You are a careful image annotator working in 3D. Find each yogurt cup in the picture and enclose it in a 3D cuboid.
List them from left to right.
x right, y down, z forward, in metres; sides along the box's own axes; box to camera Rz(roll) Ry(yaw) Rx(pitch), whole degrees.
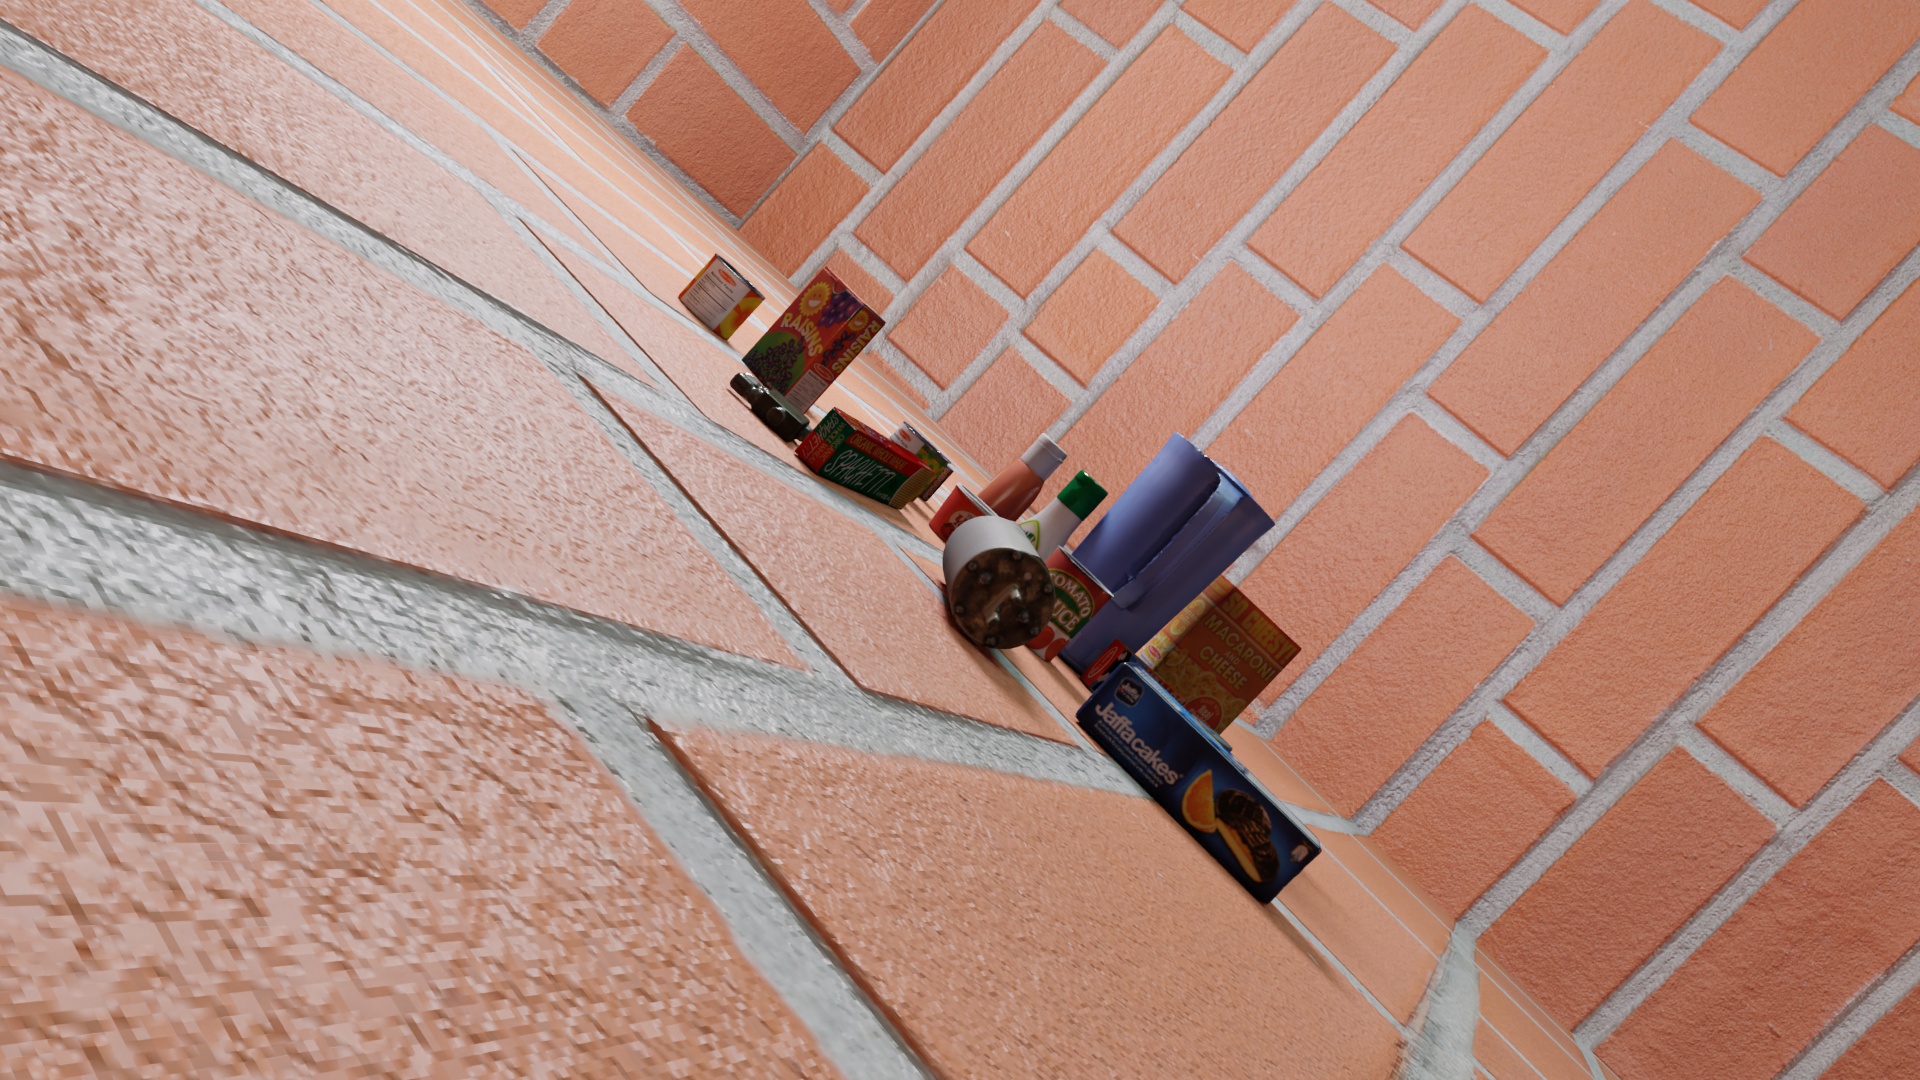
[{"bbox_3d":[0.005,-0.018,1.410,0.072,0.054,0.072,43,5,-4],"label":"yogurt cup"}]

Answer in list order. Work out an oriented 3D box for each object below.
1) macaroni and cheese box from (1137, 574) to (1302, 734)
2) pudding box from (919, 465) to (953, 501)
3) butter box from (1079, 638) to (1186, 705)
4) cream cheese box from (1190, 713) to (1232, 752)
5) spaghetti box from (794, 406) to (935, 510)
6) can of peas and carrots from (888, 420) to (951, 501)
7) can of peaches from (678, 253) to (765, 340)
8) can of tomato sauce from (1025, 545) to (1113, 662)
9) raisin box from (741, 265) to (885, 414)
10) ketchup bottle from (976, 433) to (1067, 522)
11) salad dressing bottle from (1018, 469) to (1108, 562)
[{"bbox_3d":[0.252,0.132,1.436,0.123,0.166,0.040,40,5,-28],"label":"macaroni and cheese box"},{"bbox_3d":[-0.051,-0.089,1.594,0.084,0.049,0.030,47,6,40],"label":"pudding box"},{"bbox_3d":[0.165,0.142,1.326,0.103,0.053,0.024,40,6,-32],"label":"butter box"},{"bbox_3d":[0.200,0.184,1.244,0.103,0.053,0.024,37,7,-49],"label":"cream cheese box"},{"bbox_3d":[-0.078,-0.067,1.203,0.029,0.050,0.250,44,5,14],"label":"spaghetti box"},{"bbox_3d":[-0.053,-0.082,1.470,0.071,0.058,0.071,43,5,-4],"label":"can of peas and carrots"},{"bbox_3d":[-0.237,-0.242,1.384,0.071,0.058,0.071,43,5,-4],"label":"can of peaches"},{"bbox_3d":[0.084,0.057,1.234,0.071,0.083,0.071,43,5,-4],"label":"can of tomato sauce"},{"bbox_3d":[-0.141,-0.191,1.327,0.040,0.123,0.086,38,7,-47],"label":"raisin box"},{"bbox_3d":[0.051,-0.047,1.472,0.043,0.148,0.064,45,5,28],"label":"ketchup bottle"},{"bbox_3d":[0.082,-0.005,1.366,0.044,0.147,0.064,39,6,-43],"label":"salad dressing bottle"}]
